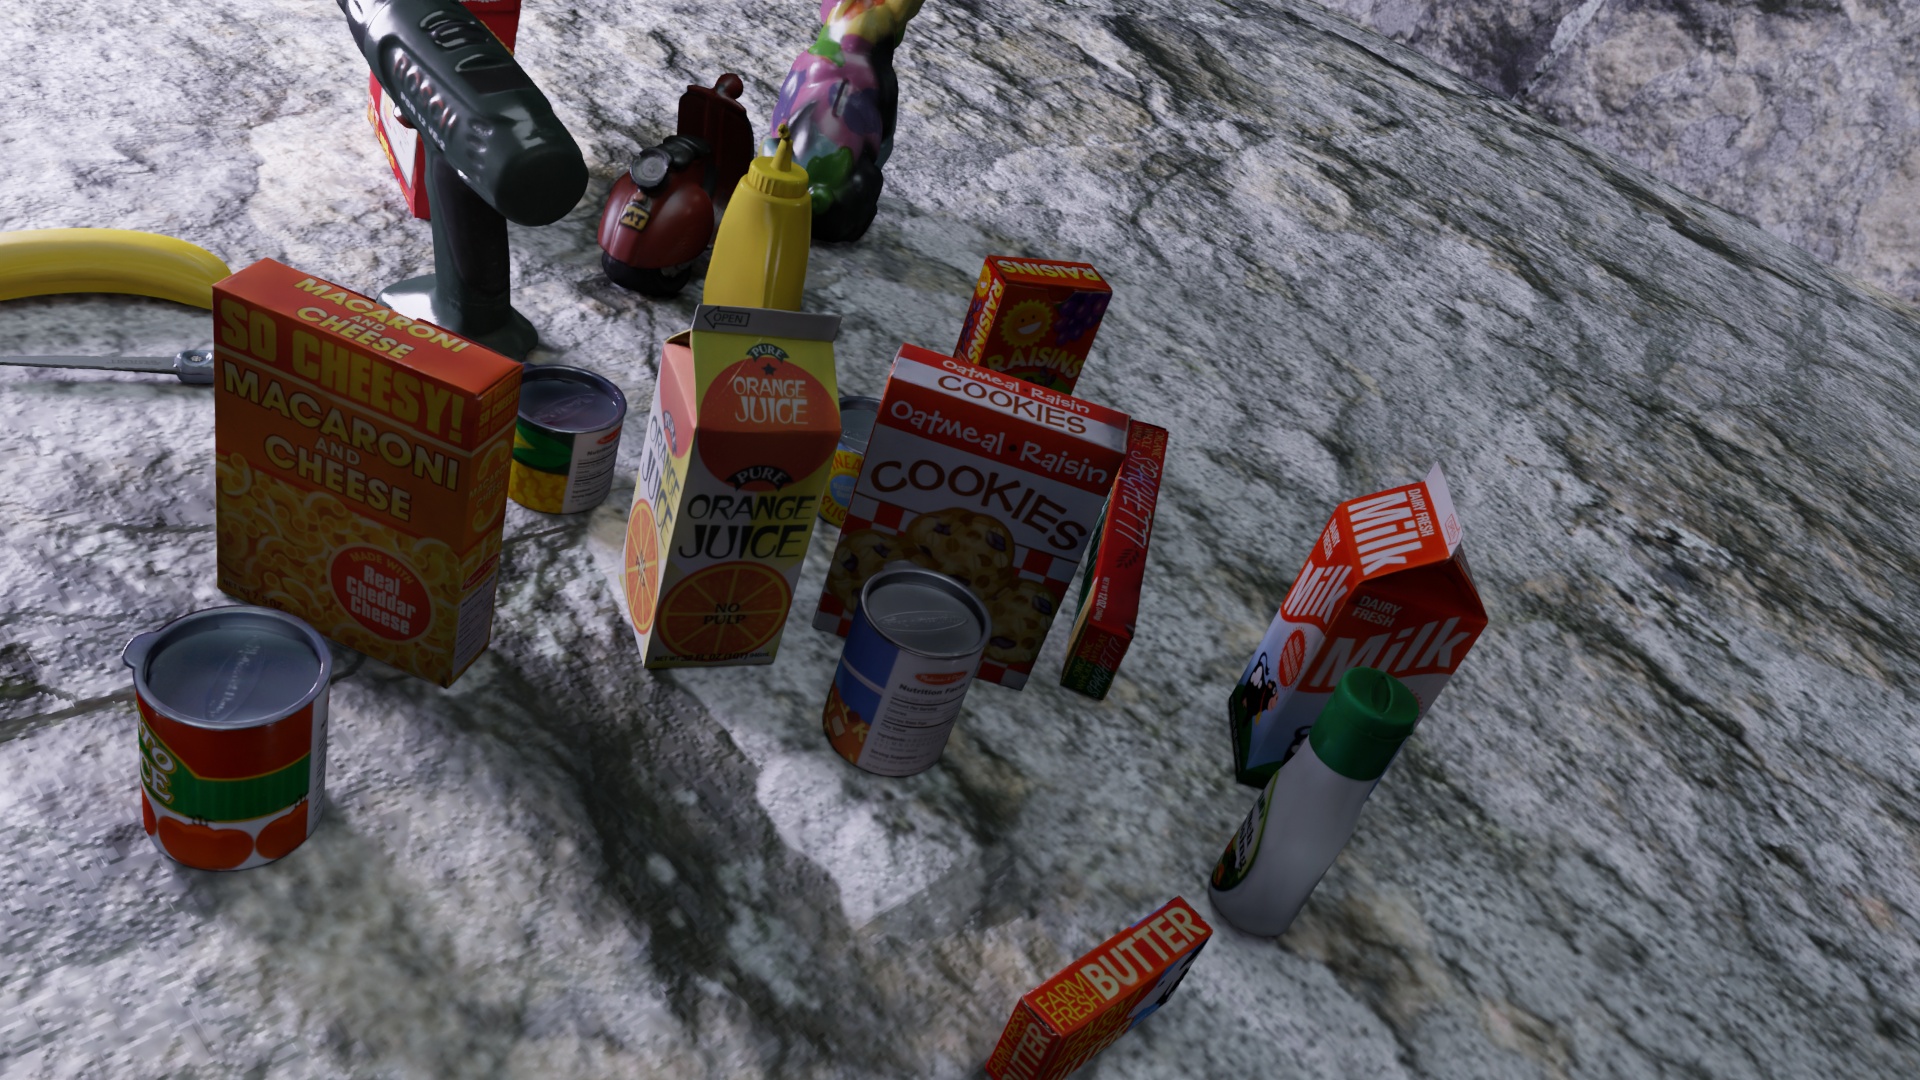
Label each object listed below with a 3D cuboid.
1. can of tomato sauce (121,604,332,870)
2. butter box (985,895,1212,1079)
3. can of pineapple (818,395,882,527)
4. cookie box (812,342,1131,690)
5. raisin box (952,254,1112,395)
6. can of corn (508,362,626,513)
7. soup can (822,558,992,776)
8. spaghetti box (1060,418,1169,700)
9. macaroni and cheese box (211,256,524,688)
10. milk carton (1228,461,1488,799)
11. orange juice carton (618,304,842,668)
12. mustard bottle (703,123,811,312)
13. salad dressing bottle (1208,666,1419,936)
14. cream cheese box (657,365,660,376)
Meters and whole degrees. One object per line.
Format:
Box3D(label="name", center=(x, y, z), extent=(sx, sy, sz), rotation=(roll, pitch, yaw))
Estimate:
Box3D(label="can of tomato sauce", center=(-0.285, 0.078, 0.542), extent=(0.071, 0.082, 0.071), rotation=(14, 35, -10))
Box3D(label="butter box", center=(0.060, 0.193, 0.586), extent=(0.104, 0.052, 0.024), rotation=(-17, 49, -42))
Box3D(label="can of pineapple", center=(-0.059, -0.046, 0.847), extent=(0.071, 0.057, 0.071), rotation=(14, 35, -10))
Box3D(label="cookie box", center=(0.003, -0.009, 0.733), extent=(0.123, 0.166, 0.040), rotation=(18, 34, -4))
Box3D(label="raisin box", center=(0.043, -0.133, 0.960), extent=(0.086, 0.122, 0.040), rotation=(0, 39, -28))
Box3D(label="can of corn", center=(-0.227, -0.058, 0.779), extent=(0.071, 0.058, 0.071), rotation=(14, 35, -10))
Box3D(label="soup can", center=(-0.029, 0.063, 0.691), extent=(0.071, 0.083, 0.072), rotation=(14, 35, -10))
Box3D(label="spaghetti box", center=(0.100, 0.002, 0.869), extent=(0.029, 0.050, 0.251), rotation=(21, 34, 0))
Box3D(label="macaroni and cheese box", center=(-0.267, -0.027, 0.621), extent=(0.124, 0.165, 0.040), rotation=(23, 34, 3))
Box3D(label="milk carton", center=(0.214, 0.051, 0.738), extent=(0.073, 0.189, 0.073), rotation=(17, 34, -6))
Box3D(label="orange juice carton", center=(-0.113, -0.031, 0.682), extent=(0.072, 0.191, 0.073), rotation=(0, 39, -27))
Box3D(label="mustard bottle", center=(-0.131, -0.206, 0.940), extent=(0.065, 0.159, 0.049), rotation=(34, 37, 19))
Box3D(label="salad dressing bottle", center=(0.164, 0.123, 0.651), extent=(0.044, 0.146, 0.064), rotation=(25, 35, 7))
Box3D(label="cream cheese box", center=(-0.162, -0.053, 0.809), extent=(0.024, 0.053, 0.104), rotation=(3, 38, -23))
